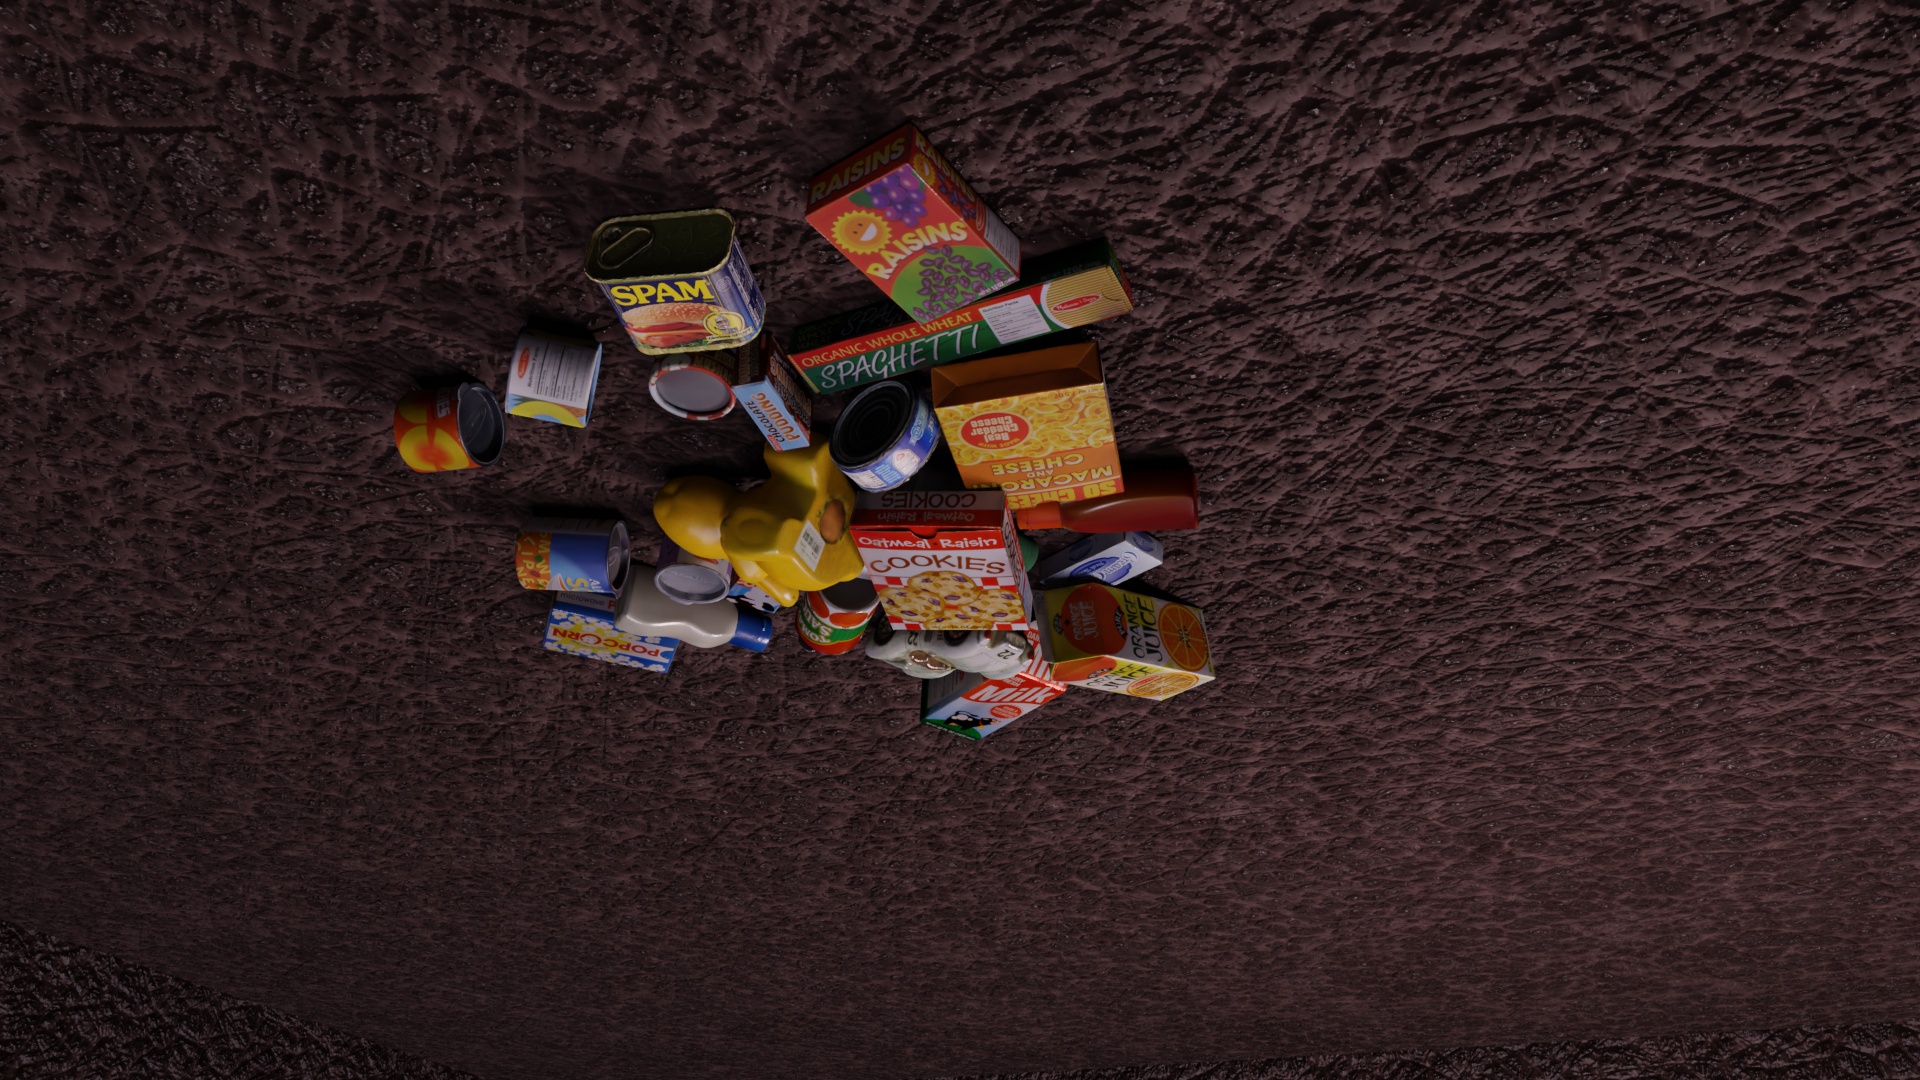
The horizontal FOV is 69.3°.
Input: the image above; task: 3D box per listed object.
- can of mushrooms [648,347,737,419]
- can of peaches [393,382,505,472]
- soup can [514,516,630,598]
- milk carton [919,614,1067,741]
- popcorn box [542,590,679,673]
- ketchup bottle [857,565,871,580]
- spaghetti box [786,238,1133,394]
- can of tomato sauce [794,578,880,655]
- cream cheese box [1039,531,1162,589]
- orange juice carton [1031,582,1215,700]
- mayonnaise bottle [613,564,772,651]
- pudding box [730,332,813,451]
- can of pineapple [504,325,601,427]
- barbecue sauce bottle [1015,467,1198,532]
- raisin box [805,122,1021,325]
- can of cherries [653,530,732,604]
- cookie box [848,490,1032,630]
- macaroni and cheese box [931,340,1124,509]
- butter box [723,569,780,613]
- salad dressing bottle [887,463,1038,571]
[{"bbox_3d":[-0.198,-0.123,1.046,0.071,0.033,0.070,3,146,2],"label":"can of mushrooms"},{"bbox_3d":[-0.400,-0.090,1.086,0.058,0.071,0.071,-5,146,13],"label":"can of peaches"},{"bbox_3d":[-0.344,0.015,1.234,0.084,0.072,0.071,2,146,3],"label":"soup can"},{"bbox_3d":[0.043,0.126,1.367,0.072,0.074,0.189,23,141,-27],"label":"milk carton"},{"bbox_3d":[-0.342,0.085,1.370,0.127,0.038,0.084,14,144,-15],"label":"popcorn box"},{"bbox_3d":[-0.031,0.027,1.249,0.149,0.044,0.064,11,155,-11],"label":"ketchup bottle"},{"bbox_3d":[-0.004,-0.155,0.984,0.250,0.029,0.050,-12,144,22],"label":"spaghetti box"},{"bbox_3d":[-0.114,0.059,1.282,0.071,0.071,0.082,12,145,-13],"label":"can of tomato sauce"},{"bbox_3d":[0.125,0.019,1.243,0.053,0.024,0.103,28,140,-34],"label":"cream cheese box"},{"bbox_3d":[0.140,0.092,1.275,0.193,0.072,0.072,14,148,-38],"label":"orange juice carton"},{"bbox_3d":[-0.253,0.071,1.322,0.148,0.065,0.041,19,143,-29],"label":"mayonnaise bottle"},{"bbox_3d":[-0.141,-0.110,1.045,0.030,0.050,0.083,-9,145,15],"label":"pudding box"},{"bbox_3d":[-0.301,-0.121,1.030,0.058,0.071,0.070,11,146,-12],"label":"can of pineapple"},{"bbox_3d":[0.121,-0.031,1.150,0.148,0.044,0.064,-3,154,11],"label":"barbecue sauce bottle"},{"bbox_3d":[-0.029,-0.203,0.905,0.086,0.040,0.123,-19,142,31],"label":"raisin box"},{"bbox_3d":[-0.237,0.016,1.238,0.071,0.059,0.071,1,147,1],"label":"can of cherries"},{"bbox_3d":[-0.012,0.020,1.153,0.123,0.040,0.166,0,148,11],"label":"cookie box"},{"bbox_3d":[0.055,-0.081,1.058,0.124,0.040,0.166,-8,152,8],"label":"macaroni and cheese box"},{"bbox_3d":[-0.177,0.030,1.284,0.053,0.024,0.103,17,145,-21],"label":"butter box"},{"bbox_3d":[0.004,-0.015,1.183,0.064,0.044,0.147,-36,131,29],"label":"salad dressing bottle"}]
